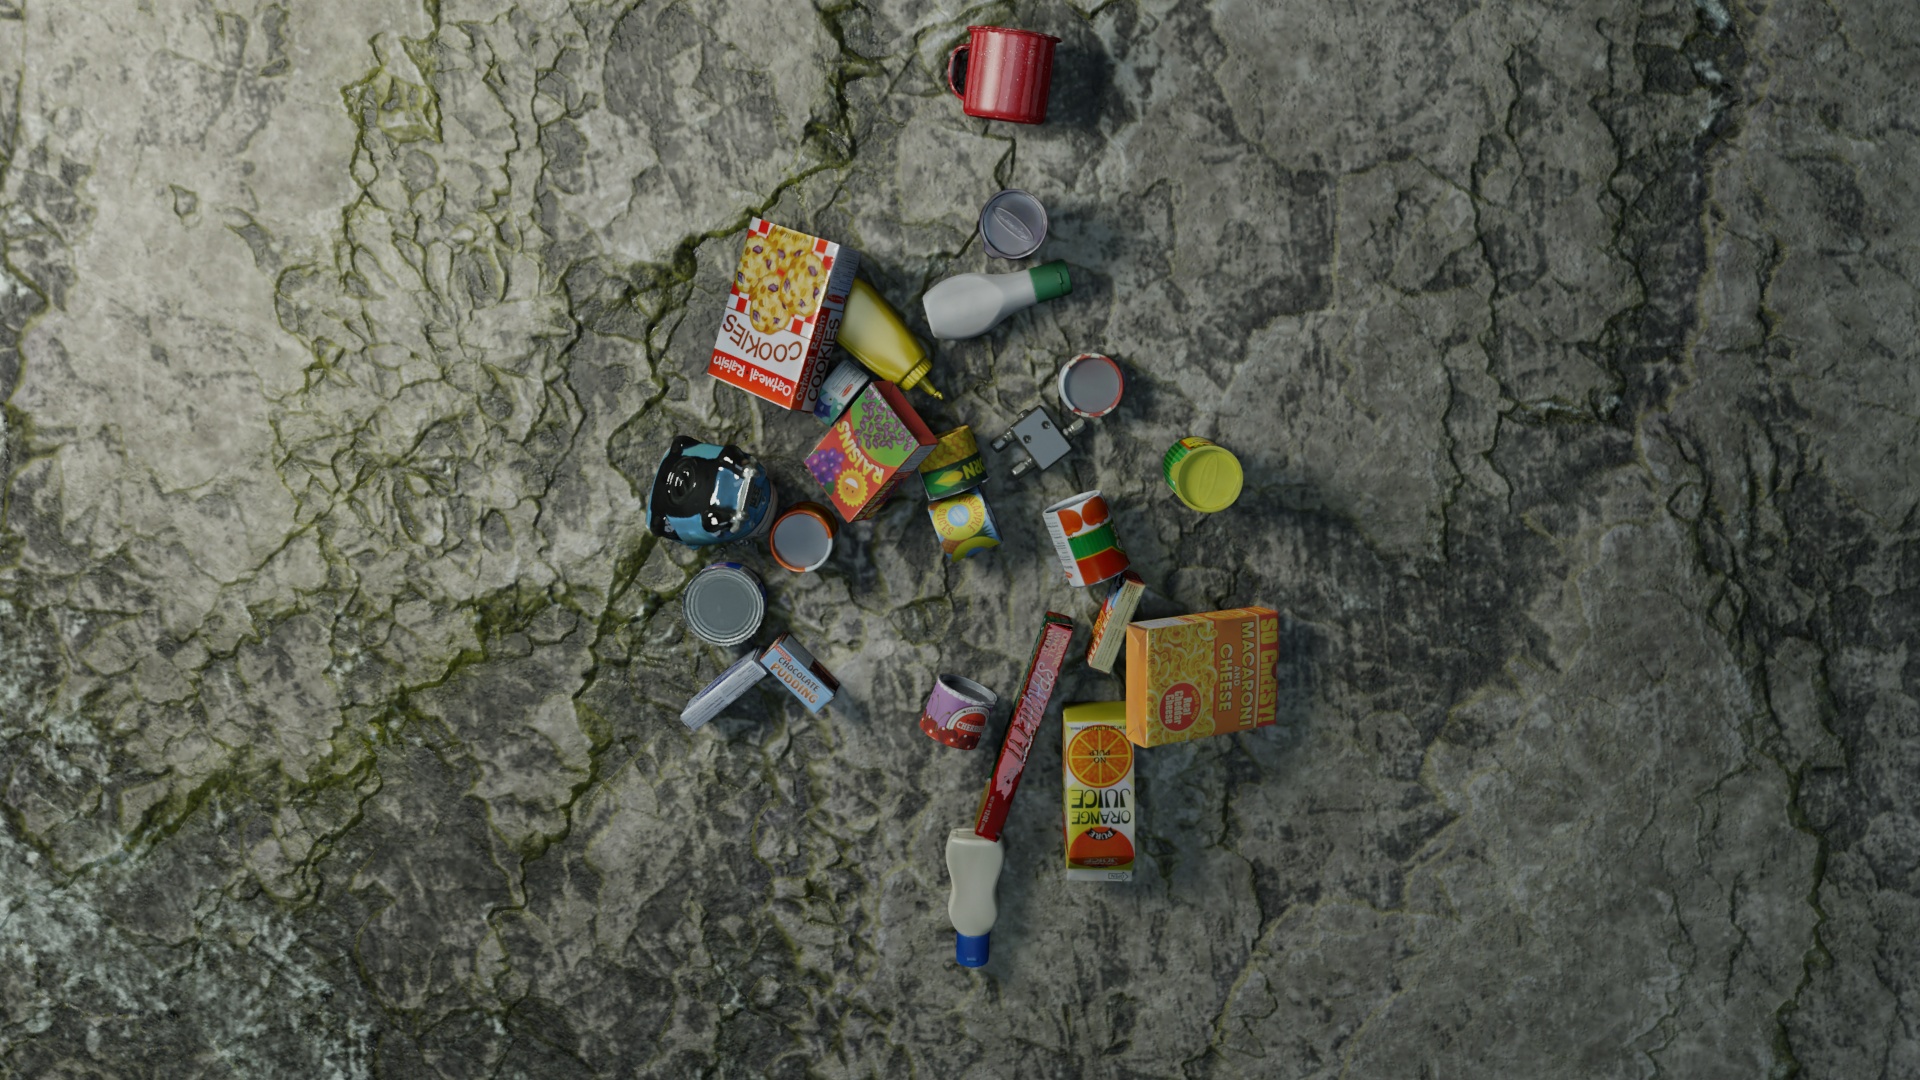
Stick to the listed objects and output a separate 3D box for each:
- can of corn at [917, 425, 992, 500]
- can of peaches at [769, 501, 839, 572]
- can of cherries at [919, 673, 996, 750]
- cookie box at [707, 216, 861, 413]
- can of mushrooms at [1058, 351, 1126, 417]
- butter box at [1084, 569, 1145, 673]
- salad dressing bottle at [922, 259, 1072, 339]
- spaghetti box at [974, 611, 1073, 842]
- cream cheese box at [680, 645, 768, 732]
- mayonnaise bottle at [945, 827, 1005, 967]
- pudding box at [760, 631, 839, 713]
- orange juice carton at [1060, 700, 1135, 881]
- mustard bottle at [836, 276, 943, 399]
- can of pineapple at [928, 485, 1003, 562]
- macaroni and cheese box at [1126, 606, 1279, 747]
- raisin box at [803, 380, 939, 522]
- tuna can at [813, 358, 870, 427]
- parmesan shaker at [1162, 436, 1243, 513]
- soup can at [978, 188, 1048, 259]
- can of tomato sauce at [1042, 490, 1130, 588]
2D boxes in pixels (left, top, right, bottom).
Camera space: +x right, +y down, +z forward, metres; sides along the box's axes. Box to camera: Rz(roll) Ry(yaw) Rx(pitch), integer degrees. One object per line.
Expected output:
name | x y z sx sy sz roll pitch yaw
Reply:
can of corn | -0.009 -0.080 1.418 0.071 0.071 0.058 -20 99 5
can of peaches | -0.164 -0.005 1.439 0.071 0.058 0.071 0 100 1
can of cherries | -0.001 0.181 1.461 0.071 0.071 0.058 22 100 -3
cookie box | -0.176 -0.224 1.381 0.123 0.040 0.167 25 102 33
can of mushrooms | 0.136 -0.160 1.419 0.071 0.033 0.071 0 99 2
butter box | 0.160 0.084 1.450 0.024 0.053 0.103 20 100 -5
salad dressing bottle | 0.038 -0.246 1.402 0.148 0.044 0.064 -16 97 3
spaghetti box | 0.066 0.196 1.473 0.029 0.050 0.249 18 99 -3
cream cheese box | -0.248 0.156 1.470 0.103 0.053 0.024 -39 99 7
mayonnaise bottle | 0.015 0.389 1.512 0.065 0.041 0.147 2 101 2
pudding box | -0.169 0.139 1.468 0.030 0.050 0.083 -44 96 10
orange juice carton | 0.146 0.271 1.472 0.072 0.073 0.192 -2 100 1
mustard bottle | -0.077 -0.198 1.409 0.065 0.049 0.160 -44 97 8
can of pineapple | 0.005 -0.018 1.428 0.058 0.071 0.071 -23 99 5
macaroni and cheese box | 0.251 0.139 1.428 0.167 0.040 0.123 -5 100 -26
raisin box | -0.091 -0.089 1.400 0.123 0.040 0.086 -46 73 29
tuna can | -0.125 -0.149 1.411 0.033 0.071 0.071 39 99 -5
parmesan shaker | 0.239 -0.069 1.397 0.071 0.103 0.071 0 100 1
soup can | 0.050 -0.308 1.369 0.071 0.084 0.071 0 100 2
can of tomato sauce | 0.131 -0.003 1.430 0.071 0.071 0.083 -21 98 5
